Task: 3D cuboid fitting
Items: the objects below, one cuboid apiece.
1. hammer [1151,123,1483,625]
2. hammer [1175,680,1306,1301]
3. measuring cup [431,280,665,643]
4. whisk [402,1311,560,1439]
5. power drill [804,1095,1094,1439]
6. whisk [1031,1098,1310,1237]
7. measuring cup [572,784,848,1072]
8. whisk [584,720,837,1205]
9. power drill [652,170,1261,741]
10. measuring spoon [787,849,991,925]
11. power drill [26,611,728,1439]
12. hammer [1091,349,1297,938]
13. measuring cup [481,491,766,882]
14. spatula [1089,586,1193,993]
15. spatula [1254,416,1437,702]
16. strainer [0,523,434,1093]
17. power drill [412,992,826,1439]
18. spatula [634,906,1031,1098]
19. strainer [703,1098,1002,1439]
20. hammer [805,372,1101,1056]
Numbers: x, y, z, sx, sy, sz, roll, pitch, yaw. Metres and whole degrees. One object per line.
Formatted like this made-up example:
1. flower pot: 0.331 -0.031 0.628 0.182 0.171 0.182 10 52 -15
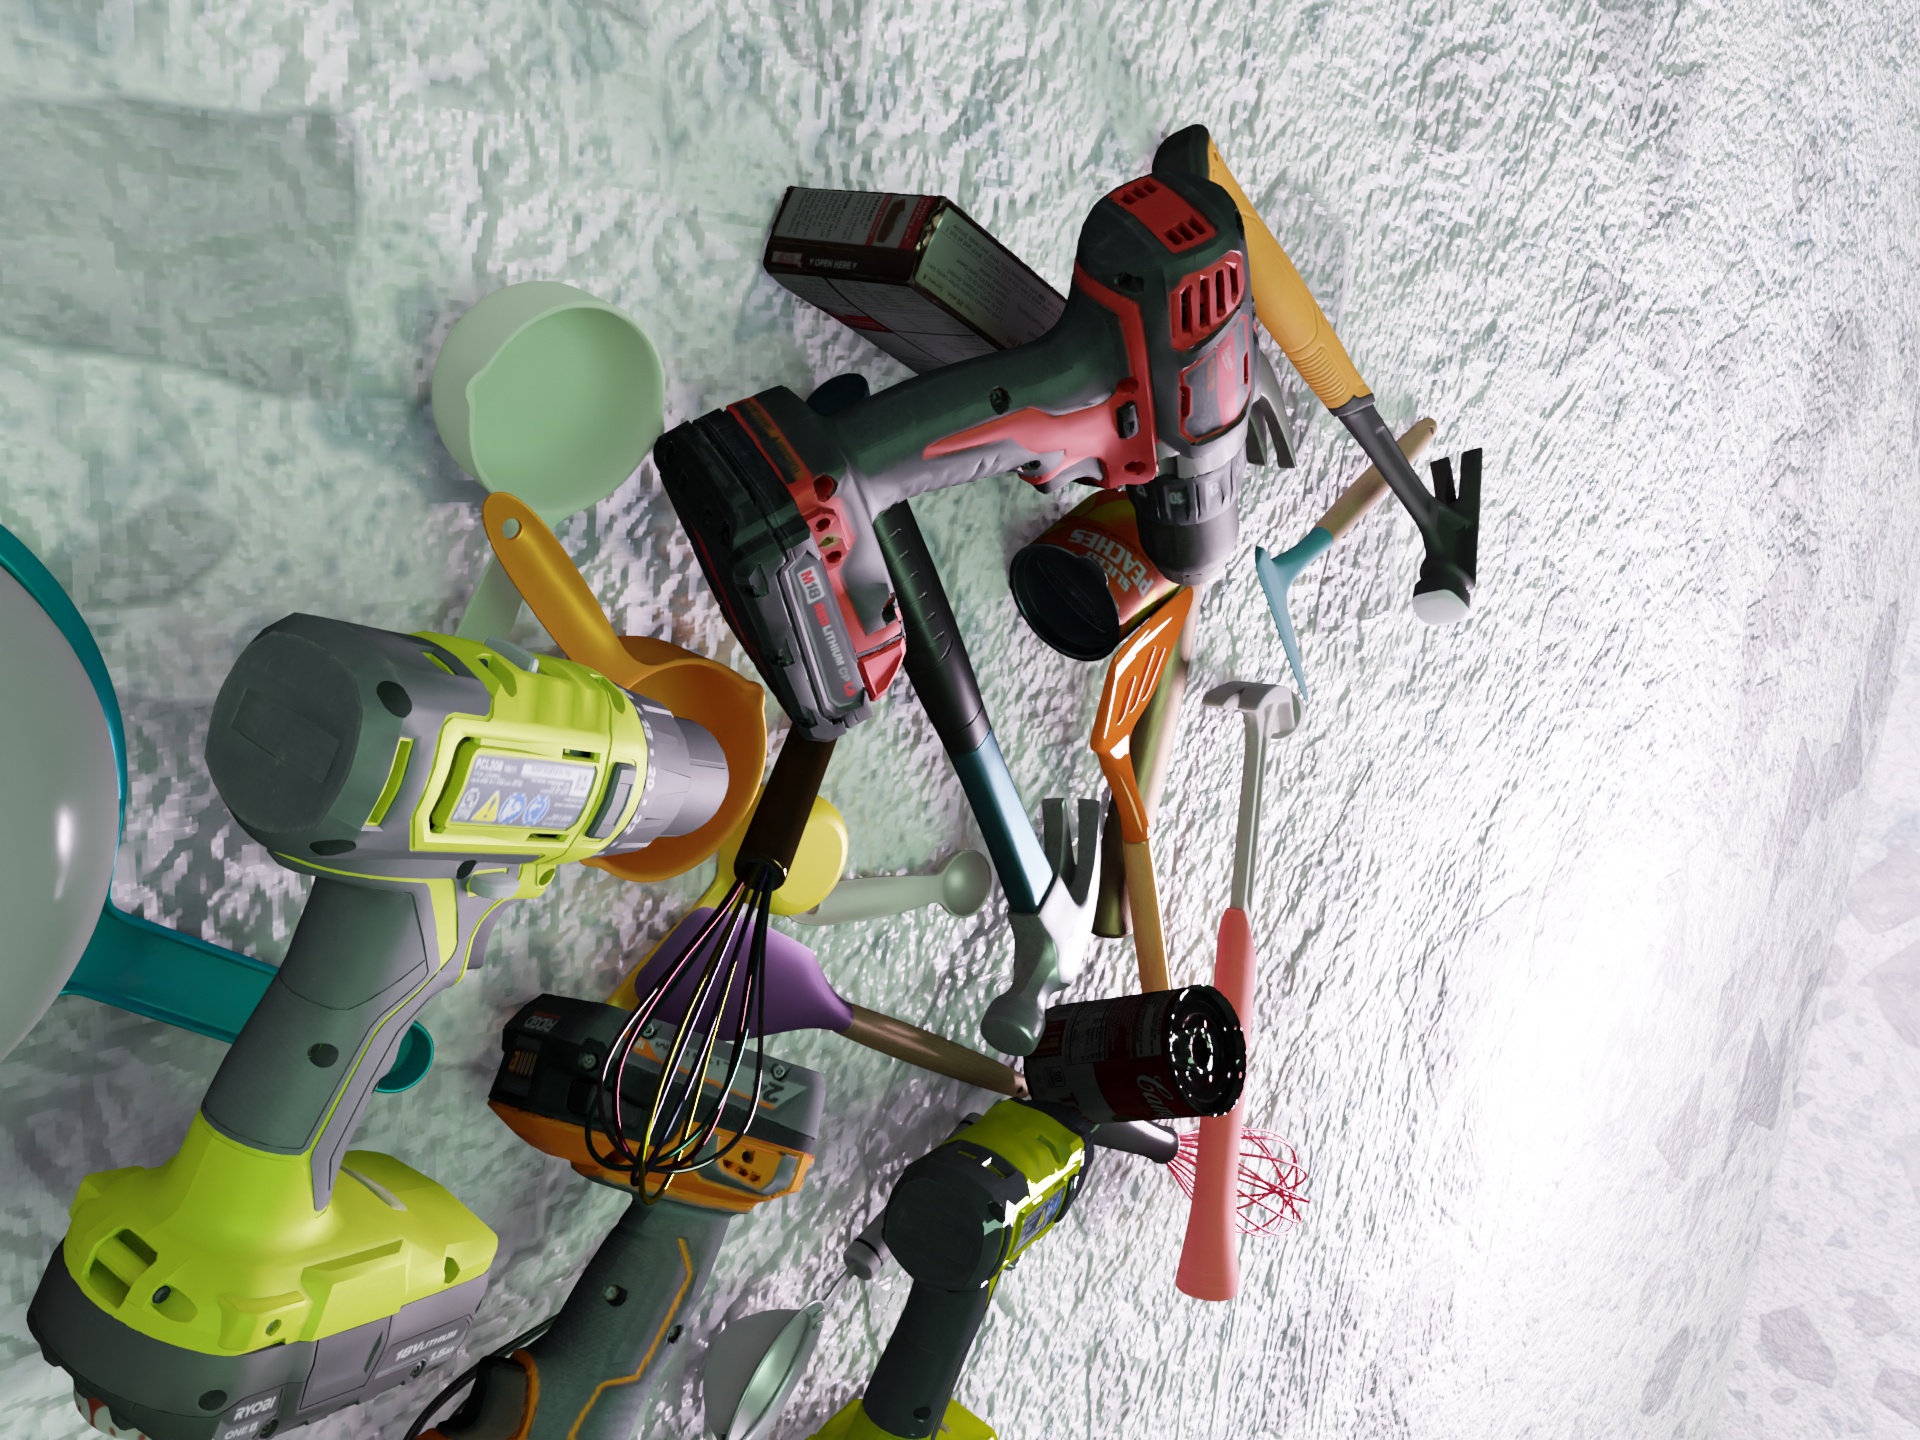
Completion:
1. hammer: 0.205 -0.196 0.873 0.336 0.034 0.127 42 50 -37
2. hammer: 0.155 0.157 0.915 0.149 0.037 0.359 -2 98 -68
3. measuring cup: -0.161 -0.072 0.552 0.083 0.038 0.167 3 118 -53
4. whisk: -0.144 0.241 0.672 0.239 0.055 0.055 -45 133 -34
5. power drill: -0.002 0.299 0.786 0.171 0.080 0.223 -3 115 -65
6. whisk: 0.136 0.268 0.987 0.295 0.073 0.073 32 79 -43
7. measuring cup: -0.103 0.092 0.671 0.156 0.029 0.062 -50 135 -23
8. whisk: -0.084 0.076 0.606 0.047 0.051 0.245 60 28 -31
9. power drill: 0.017 -0.085 0.611 0.226 0.080 0.187 -30 144 -10
10. measuring spoon: -0.036 0.082 0.760 0.124 0.018 0.034 -3 96 -41
11. power drill: -0.163 0.085 0.486 0.228 0.080 0.190 -66 157 4
12. hammer: 0.114 -0.042 0.867 0.130 0.031 0.331 0 104 -48
13. measuring cup: -0.136 -0.018 0.574 0.095 0.052 0.173 -46 135 -23
14. spatula: 0.104 0.084 0.848 0.081 0.041 0.322 -40 130 -42
15. spatula: 0.231 -0.117 0.928 0.317 0.044 0.082 -43 116 -44
16. strainer: -0.263 0.061 0.430 0.340 0.095 0.211 38 75 -47
17. power drill: -0.150 0.221 0.585 0.164 0.084 0.227 26 71 -32
18. spatula: -0.044 0.148 0.753 0.060 0.018 0.315 -50 143 3
19. strainer: -0.055 0.271 0.784 0.258 0.050 0.086 -40 150 -40
20. hammer: -0.001 -0.002 0.732 0.128 0.033 0.330 -58 137 -42
